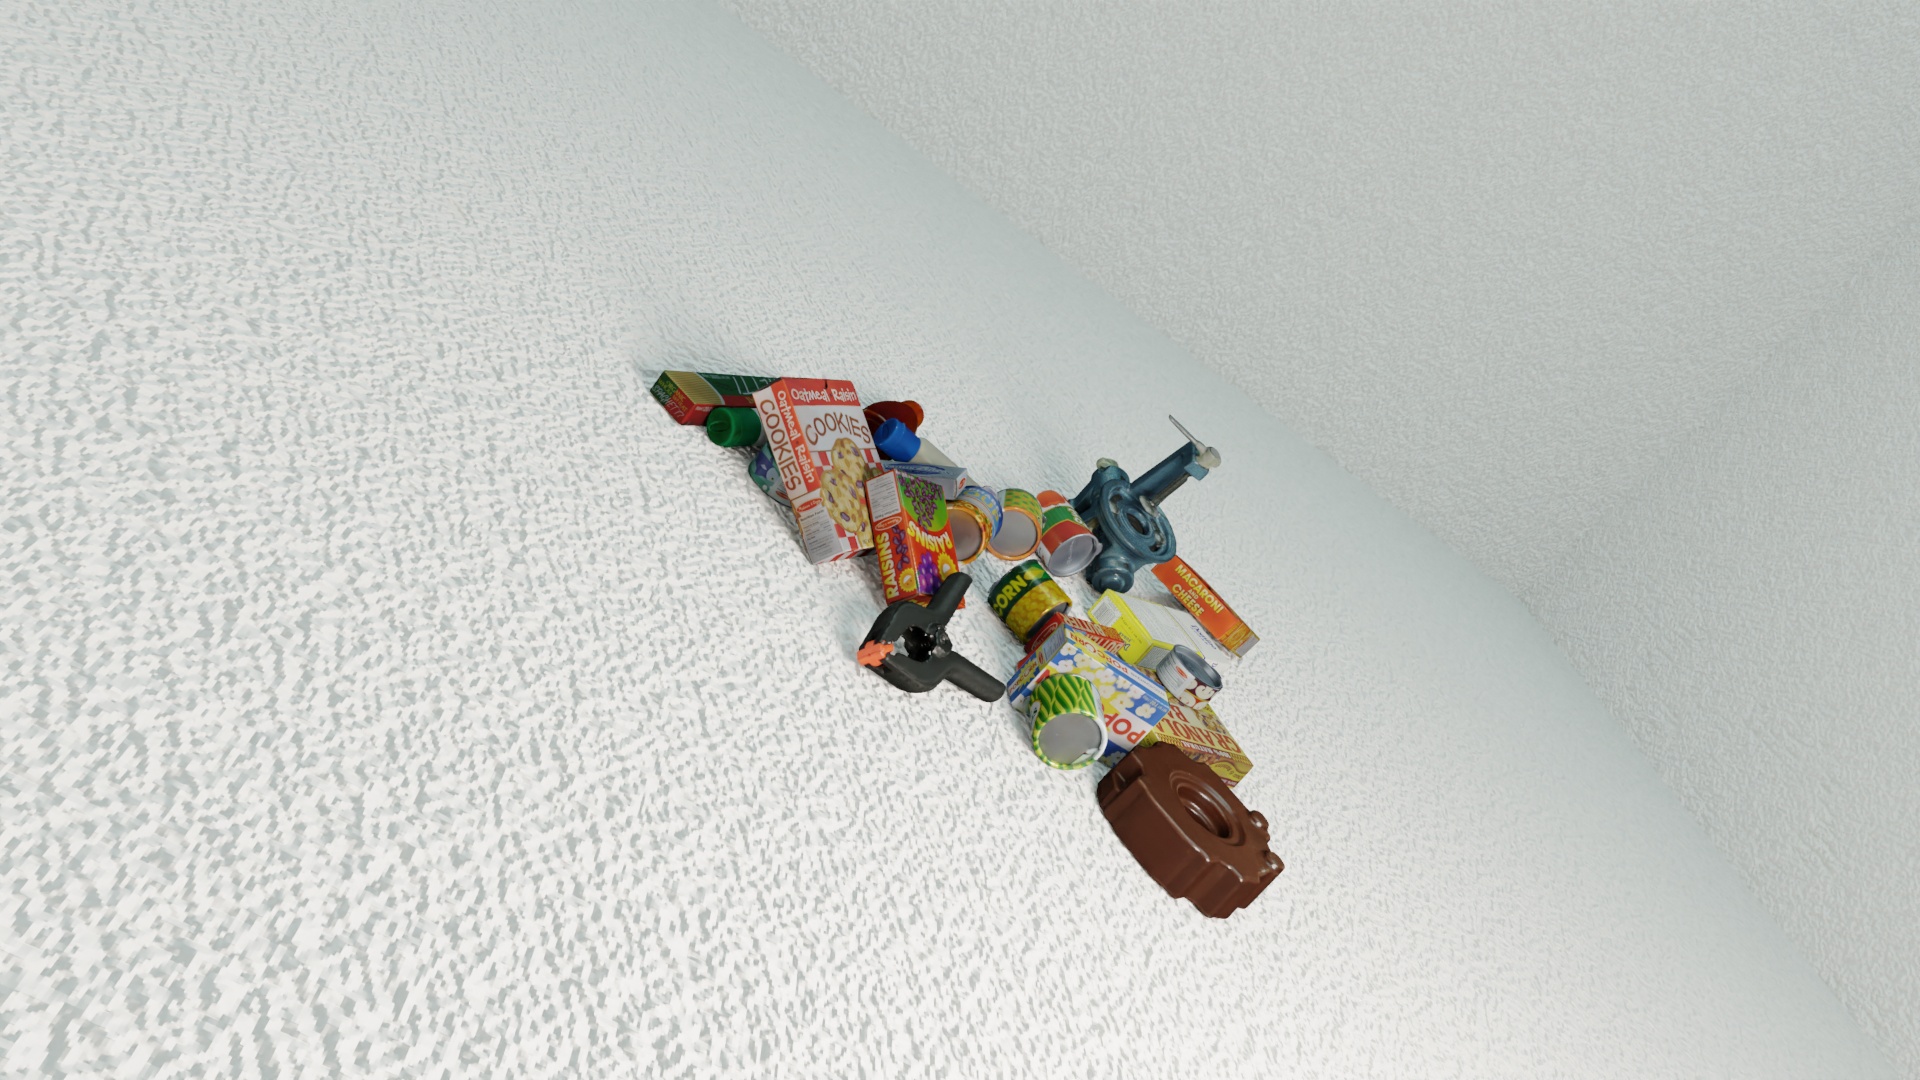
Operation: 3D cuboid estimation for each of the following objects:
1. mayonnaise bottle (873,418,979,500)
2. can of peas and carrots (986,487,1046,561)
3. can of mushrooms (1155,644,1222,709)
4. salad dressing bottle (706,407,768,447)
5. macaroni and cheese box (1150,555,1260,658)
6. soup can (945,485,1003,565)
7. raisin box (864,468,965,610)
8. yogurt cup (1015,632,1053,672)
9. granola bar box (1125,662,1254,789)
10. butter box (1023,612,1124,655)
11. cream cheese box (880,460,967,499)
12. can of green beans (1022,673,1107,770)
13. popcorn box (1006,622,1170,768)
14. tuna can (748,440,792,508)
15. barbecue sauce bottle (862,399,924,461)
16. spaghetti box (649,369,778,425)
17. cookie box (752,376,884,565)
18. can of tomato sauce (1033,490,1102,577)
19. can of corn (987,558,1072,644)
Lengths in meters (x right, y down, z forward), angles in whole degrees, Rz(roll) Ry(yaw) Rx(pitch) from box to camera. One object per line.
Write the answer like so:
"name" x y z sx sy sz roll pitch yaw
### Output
"mayonnaise bottle" -0.032 -0.076 1.508 0.148 0.041 0.065 40 23 -32
"can of peas and carrots" 0.060 -0.017 1.544 0.071 0.070 0.059 36 21 -11
"can of mushrooms" 0.241 0.144 1.455 0.071 0.033 0.071 34 19 -13
"salad dressing bottle" -0.181 -0.110 1.346 0.064 0.044 0.148 -1 4 35
"macaroni and cheese box" 0.311 0.081 1.753 0.124 0.040 0.166 48 6 23
"soup can" 0.005 -0.018 1.446 0.071 0.071 0.084 40 20 1
"raisin box" -0.041 0.003 1.286 0.086 0.040 0.123 19 55 -58
"yogurt cup" 0.095 0.123 1.332 0.072 0.053 0.073 33 22 -15
"granola bar box" 0.210 0.187 1.419 0.165 0.039 0.124 20 27 -42
"butter box" 0.116 0.106 1.404 0.103 0.053 0.024 17 31 -46
"cream cheese box" -0.048 -0.063 1.441 0.104 0.024 0.053 6 16 11
"can of green beans" 0.095 0.161 1.234 0.071 0.071 0.058 33 21 -17
"popcorn box" 0.119 0.144 1.282 0.126 0.085 0.038 34 22 -17
"tuna can" -0.164 -0.065 1.307 0.071 0.032 0.071 34 21 -15
"barbecue sauce bottle" -0.077 -0.132 1.583 0.065 0.043 0.149 48 20 -2
"spaghetti box" -0.211 -0.140 1.388 0.050 0.028 0.250 46 22 16
"cookie box" -0.117 -0.067 1.282 0.123 0.040 0.167 -10 79 -64
"can of tomato sauce" 0.114 -0.010 1.619 0.071 0.071 0.083 19 28 -45
"can of corn" 0.069 0.062 1.396 0.058 0.071 0.071 49 22 23
